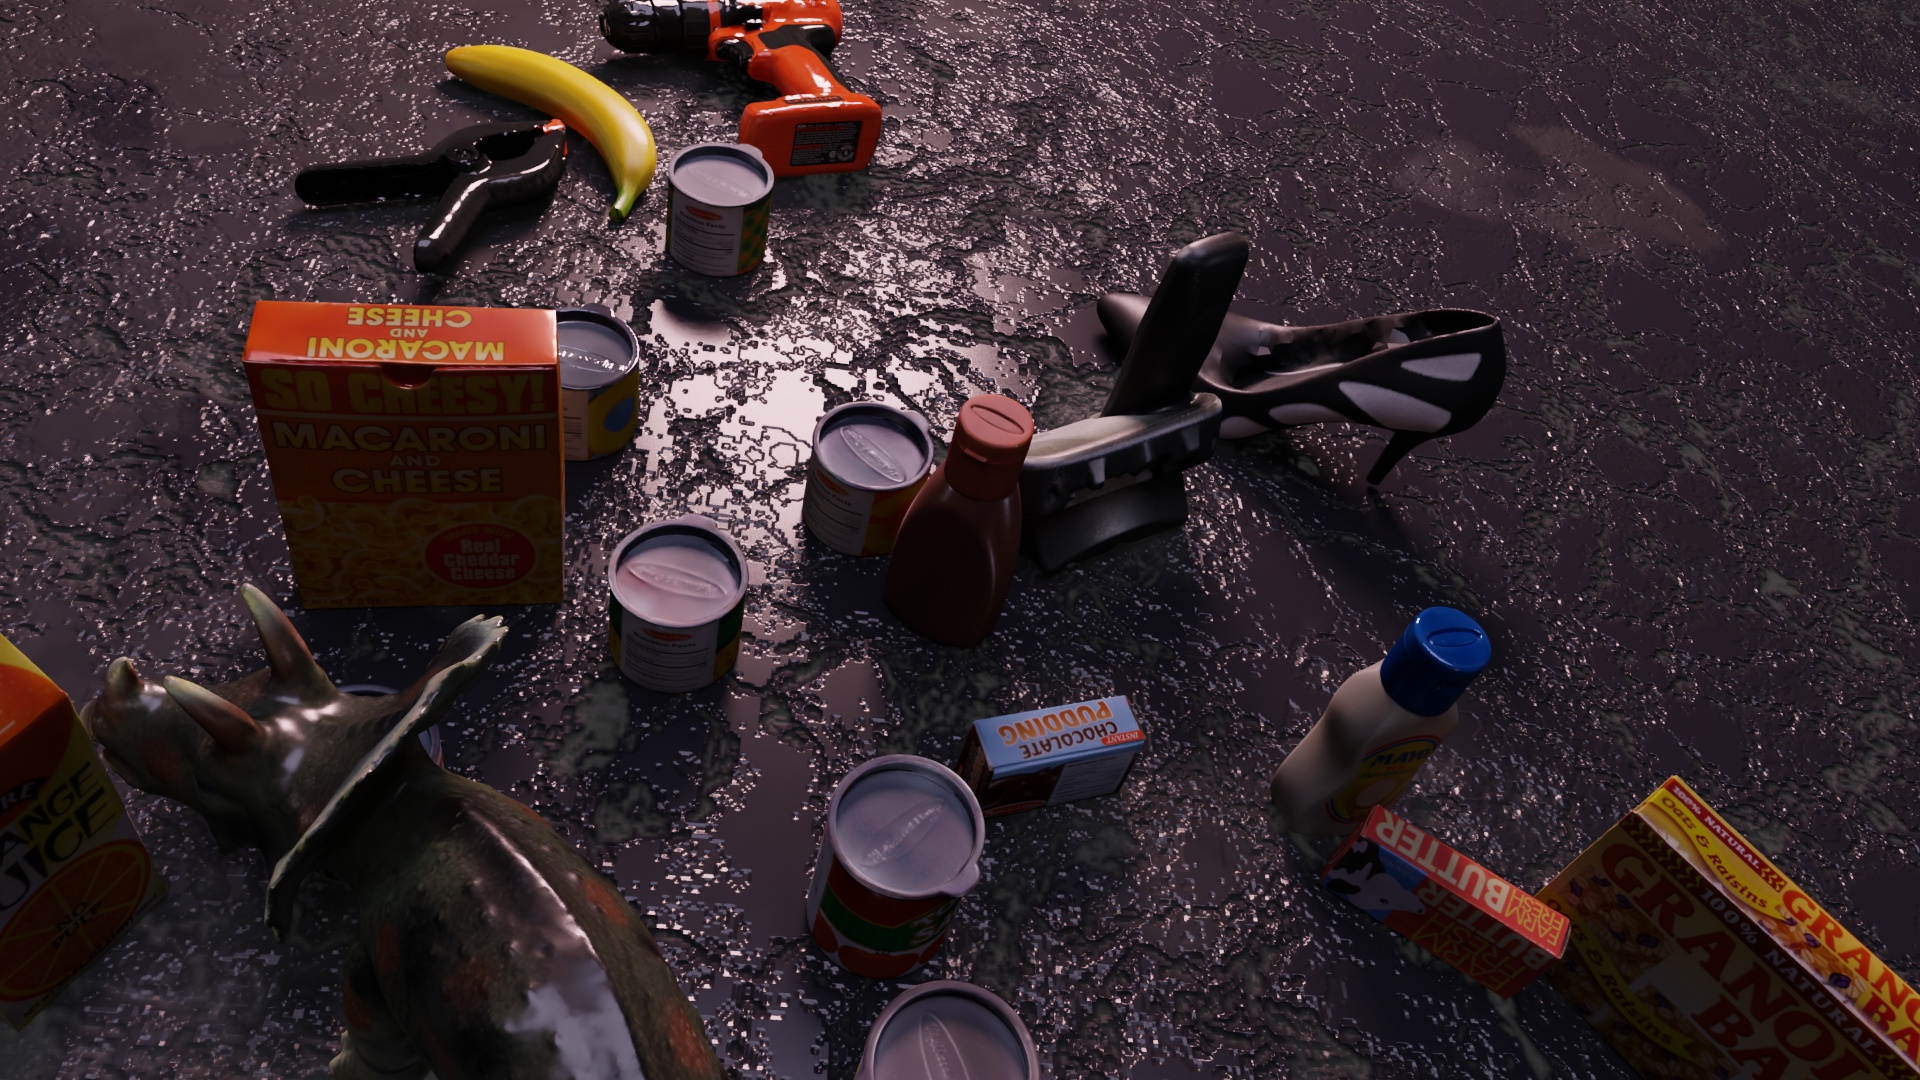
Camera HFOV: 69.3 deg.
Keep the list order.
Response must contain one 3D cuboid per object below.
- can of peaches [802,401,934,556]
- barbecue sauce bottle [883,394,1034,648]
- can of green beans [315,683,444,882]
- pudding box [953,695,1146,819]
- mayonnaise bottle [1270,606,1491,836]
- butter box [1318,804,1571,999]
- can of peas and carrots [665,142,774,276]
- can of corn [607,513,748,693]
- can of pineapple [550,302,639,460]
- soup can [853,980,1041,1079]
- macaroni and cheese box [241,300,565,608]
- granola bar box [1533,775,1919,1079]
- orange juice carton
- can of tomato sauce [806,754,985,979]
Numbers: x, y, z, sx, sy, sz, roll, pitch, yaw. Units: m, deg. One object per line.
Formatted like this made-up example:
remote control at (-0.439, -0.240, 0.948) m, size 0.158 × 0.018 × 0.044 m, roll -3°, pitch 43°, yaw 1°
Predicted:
can of peaches at (-0.050, -0.034, 0.767) m, size 0.071 × 0.057 × 0.071 m, roll 7°, pitch 49°, yaw -8°
barbecue sauce bottle at (0.002, -0.009, 0.698) m, size 0.065 × 0.147 × 0.044 m, roll 29°, pitch 49°, yaw 11°
can of green beans at (-0.255, 0.104, 0.593) m, size 0.071 × 0.057 × 0.071 m, roll 7°, pitch 49°, yaw -8°
pudding box at (0.043, 0.106, 0.676) m, size 0.084 × 0.049 × 0.030 m, roll -7°, pitch 53°, yaw -20°
mayonnaise bottle at (0.203, 0.090, 0.666) m, size 0.065 × 0.147 × 0.041 m, roll -4°, pitch 51°, yaw -18°
butter box at (0.230, 0.173, 0.665) m, size 0.103 × 0.052 × 0.024 m, roll 31°, pitch 50°, yaw 12°
can of peas and carrots at (-0.155, -0.214, 0.894) m, size 0.071 × 0.058 × 0.071 m, roll 7°, pitch 49°, yaw -8°
can of corn at (-0.139, 0.031, 0.686) m, size 0.071 × 0.058 × 0.071 m, roll 7°, pitch 49°, yaw -8°
can of pineapple at (-0.211, -0.087, 0.770) m, size 0.071 × 0.057 × 0.071 m, roll 7°, pitch 49°, yaw -8°
soup can at (-0.013, 0.220, 0.540) m, size 0.071 × 0.083 × 0.072 m, roll 7°, pitch 49°, yaw -8°
macaroni and cheese box at (-0.247, -0.033, 0.641) m, size 0.124 × 0.165 × 0.040 m, roll -1°, pitch 51°, yaw -15°
granola bar box at (0.343, 0.203, 0.621) m, size 0.039 × 0.123 × 0.166 m, roll -26°, pitch 61°, yaw -31°
orange juice carton at (-0.355, 0.090, 0.489) m, size 0.073 × 0.191 × 0.072 m, roll 29°, pitch 49°, yaw 10°
can of tomato sauce at (-0.028, 0.144, 0.602) m, size 0.071 × 0.082 × 0.071 m, roll 7°, pitch 49°, yaw -8°
